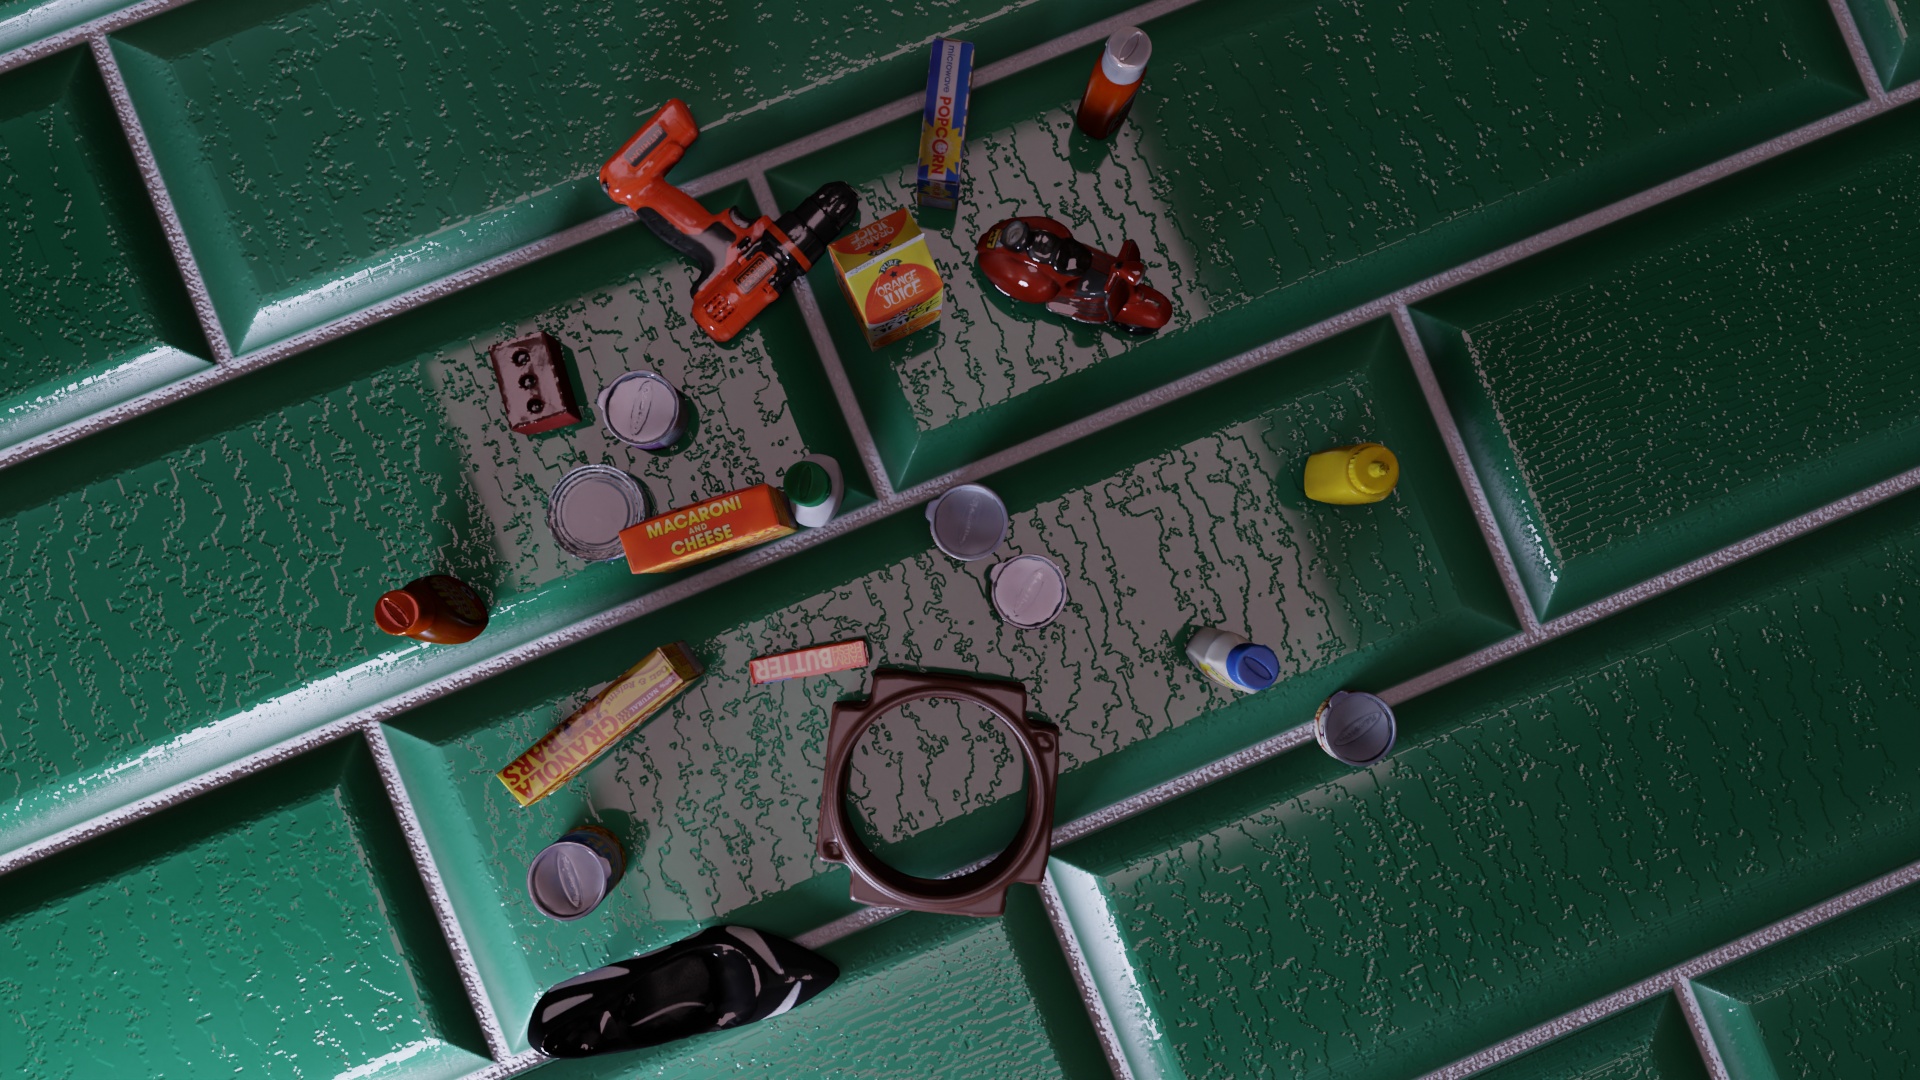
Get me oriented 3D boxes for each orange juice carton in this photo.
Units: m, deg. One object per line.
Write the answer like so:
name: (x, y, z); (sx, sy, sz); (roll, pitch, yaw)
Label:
orange juice carton: (-0.061, -0.220, 1.167); (0.072, 0.192, 0.073); (-27, 89, -2)

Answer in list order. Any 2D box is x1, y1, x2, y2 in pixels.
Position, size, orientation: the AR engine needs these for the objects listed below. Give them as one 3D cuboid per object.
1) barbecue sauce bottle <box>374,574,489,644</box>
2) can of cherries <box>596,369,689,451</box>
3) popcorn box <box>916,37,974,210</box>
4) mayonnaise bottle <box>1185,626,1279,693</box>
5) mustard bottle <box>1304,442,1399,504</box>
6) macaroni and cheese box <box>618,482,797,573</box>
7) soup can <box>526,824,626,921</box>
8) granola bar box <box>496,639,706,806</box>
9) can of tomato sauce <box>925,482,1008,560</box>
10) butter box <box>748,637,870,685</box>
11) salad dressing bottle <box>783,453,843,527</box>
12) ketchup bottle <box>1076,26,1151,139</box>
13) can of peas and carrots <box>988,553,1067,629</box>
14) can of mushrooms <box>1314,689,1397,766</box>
barbecue sauce bottle: (-0.446, 0.059, 1.165); (0.044, 0.148, 0.065); (-42, 90, -2)
can of cherries: (-0.278, -0.115, 1.222); (0.071, 0.058, 0.071); (0, 88, -2)
popcorn box: (-0.013, -0.366, 1.228); (0.038, 0.085, 0.126); (7, 88, -2)
mayonnaise bottle: (0.236, 0.104, 1.187); (0.065, 0.148, 0.041); (38, 88, 0)
mustard bottle: (0.342, -0.058, 1.190); (0.065, 0.160, 0.049); (4, 88, -2)
macaroni and cheese box: (-0.208, -0.009, 1.167); (0.124, 0.166, 0.040); (-19, 89, -2)
soup can: (-0.325, 0.283, 1.193); (0.071, 0.084, 0.071); (0, 88, -2)
granola bar box: (-0.299, 0.153, 1.179); (0.165, 0.124, 0.039); (-38, 90, -3)
can of tomato sauce: (0.004, -0.015, 1.216); (0.071, 0.083, 0.071); (0, 88, -2)
butter box: (-0.132, 0.106, 1.222); (0.103, 0.053, 0.024); (-10, 89, -2)
salad dressing bottle: (-0.125, -0.045, 1.180); (0.044, 0.147, 0.064); (11, 88, -1)
ketchup bottle: (0.135, -0.399, 1.202); (0.043, 0.149, 0.065); (33, 88, -1)
can of peas and carrots: (0.056, 0.044, 1.228); (0.071, 0.058, 0.071); (0, 88, -2)
can of mushrooms: (0.353, 0.165, 1.246); (0.071, 0.033, 0.071); (0, 88, -2)
